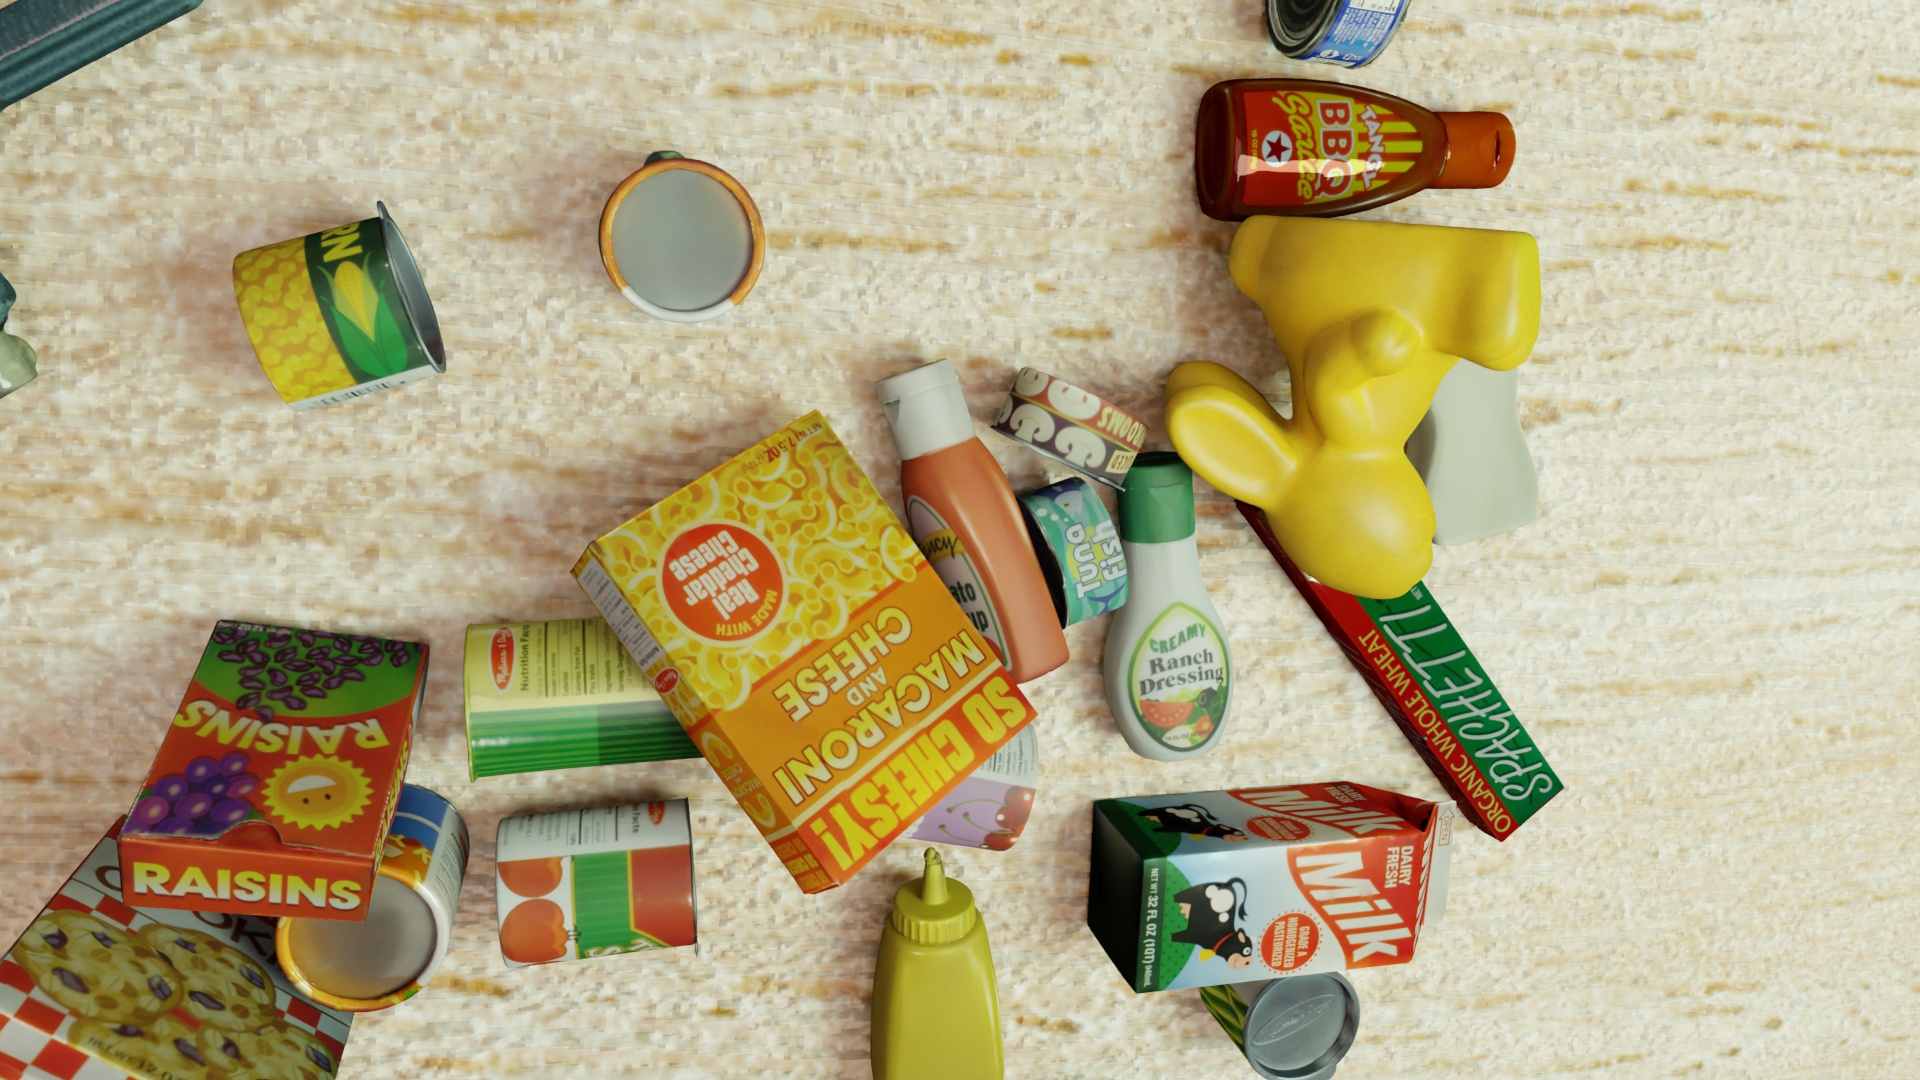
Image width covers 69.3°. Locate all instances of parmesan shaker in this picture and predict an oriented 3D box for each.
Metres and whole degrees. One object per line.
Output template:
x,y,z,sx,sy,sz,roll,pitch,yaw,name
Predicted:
-0.158,0.069,0.604,0.103,0.071,0.071,-2,103,-15,parmesan shaker

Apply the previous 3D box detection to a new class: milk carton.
0.167,0.172,0.709,0.191,0.073,0.072,-1,102,-15,milk carton

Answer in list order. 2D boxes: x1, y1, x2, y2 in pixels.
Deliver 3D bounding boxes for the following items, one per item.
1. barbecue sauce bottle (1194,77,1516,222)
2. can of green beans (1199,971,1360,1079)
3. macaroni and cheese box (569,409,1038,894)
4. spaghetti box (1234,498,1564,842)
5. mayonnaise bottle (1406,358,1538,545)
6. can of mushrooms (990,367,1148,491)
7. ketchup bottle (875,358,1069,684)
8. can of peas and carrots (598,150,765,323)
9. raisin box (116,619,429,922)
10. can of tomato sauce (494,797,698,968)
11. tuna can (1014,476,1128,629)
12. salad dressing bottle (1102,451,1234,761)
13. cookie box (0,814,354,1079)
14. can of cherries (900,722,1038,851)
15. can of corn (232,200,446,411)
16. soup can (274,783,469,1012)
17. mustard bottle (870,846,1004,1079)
0.186,-0.183,0.654,0.149,0.044,0.064,-4,101,-14,barbecue sauce bottle
0.166,0.241,0.732,0.071,0.058,0.071,-3,103,-14,can of green beans
-0.063,0.044,0.588,0.124,0.040,0.166,-35,89,-33,macaroni and cheese box
0.234,0.058,0.726,0.050,0.029,0.249,-41,108,-2,spaghetti box
0.249,-0.075,0.696,0.065,0.041,0.147,-13,103,-8,mayonnaise bottle
0.052,-0.050,0.633,0.071,0.071,0.033,25,94,-18,can of mushrooms
0.002,-0.008,0.636,0.044,0.064,0.148,-23,99,-31,ketchup bottle
-0.117,-0.127,0.579,0.071,0.059,0.070,-3,103,-14,can of peas and carrots
-0.265,0.088,0.550,0.086,0.124,0.039,10,124,-16,raisin box
-0.162,0.155,0.623,0.083,0.071,0.071,-4,103,-13,can of tomato sauce
0.051,0.005,0.645,0.033,0.071,0.071,-20,106,-10,tuna can
0.099,0.032,0.677,0.064,0.044,0.147,-9,104,-11,salad dressing bottle
-0.304,0.181,0.539,0.123,0.167,0.040,38,88,-19,cookie box
-0.003,0.112,0.658,0.058,0.071,0.071,12,99,-18,can of cherries
-0.245,-0.092,0.549,0.058,0.071,0.071,-18,106,-10,can of corn
-0.250,0.150,0.590,0.071,0.084,0.071,-3,103,-13,soup can
-0.011,0.215,0.677,0.065,0.049,0.159,-5,111,-15,mustard bottle
